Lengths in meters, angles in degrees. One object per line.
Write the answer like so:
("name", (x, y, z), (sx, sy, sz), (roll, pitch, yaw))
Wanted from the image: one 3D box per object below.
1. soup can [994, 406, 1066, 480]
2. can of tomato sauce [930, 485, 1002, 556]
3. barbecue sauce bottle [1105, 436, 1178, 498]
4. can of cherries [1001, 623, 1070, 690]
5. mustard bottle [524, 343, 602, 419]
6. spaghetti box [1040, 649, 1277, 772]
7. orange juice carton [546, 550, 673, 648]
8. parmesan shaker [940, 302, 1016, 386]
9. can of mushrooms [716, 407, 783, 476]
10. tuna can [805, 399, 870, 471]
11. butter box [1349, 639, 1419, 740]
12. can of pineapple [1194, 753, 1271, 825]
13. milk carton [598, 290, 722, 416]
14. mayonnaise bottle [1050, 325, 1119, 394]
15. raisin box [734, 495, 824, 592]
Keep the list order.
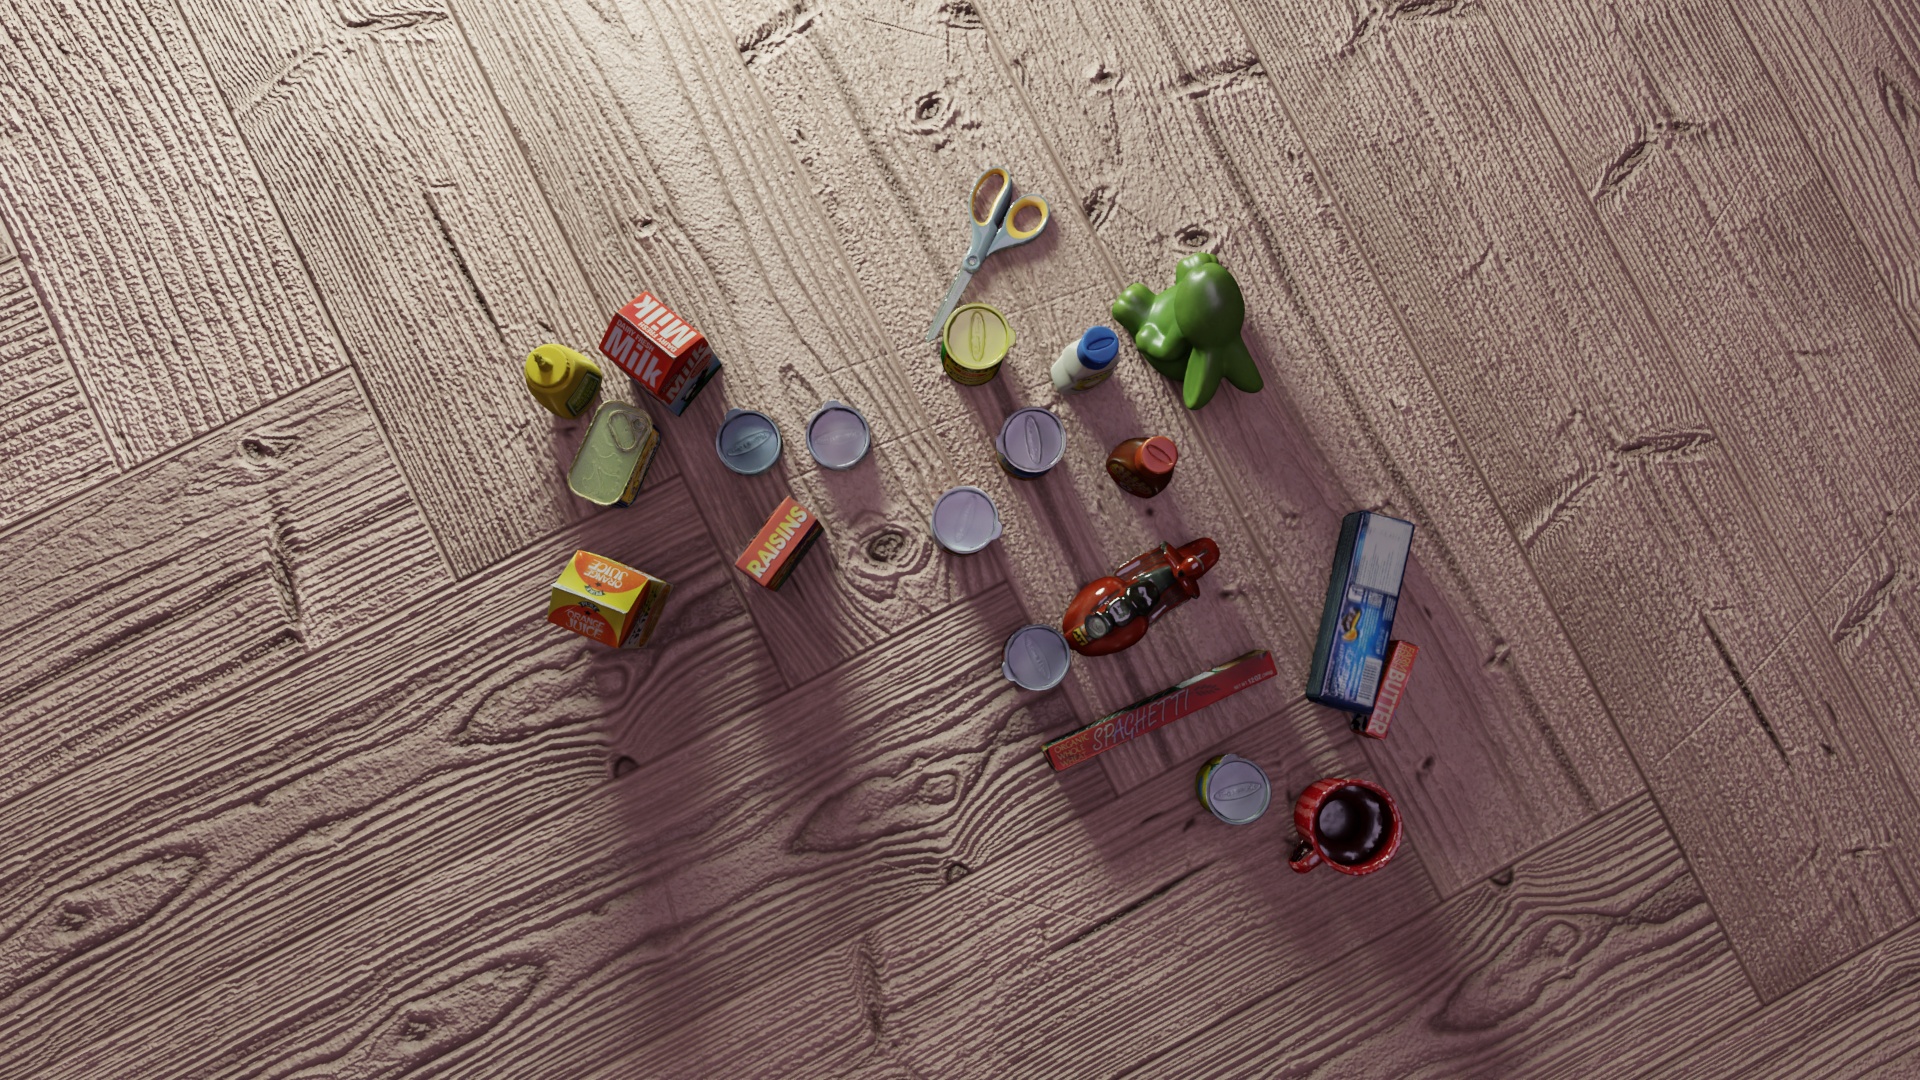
("soup can", (0.067, -0.097, 1.408), (0.071, 0.083, 0.071), (0, 86, -3))
("can of tomato sauce", (0.005, -0.018, 1.399), (0.071, 0.083, 0.071), (0, 86, -3))
("barbecue sauce bottle", (0.184, -0.076, 1.380), (0.065, 0.148, 0.044), (37, 85, 0))
("can of cherries", (0.073, 0.118, 1.404), (0.071, 0.058, 0.071), (0, 86, -3))
("mustard bottle", (-0.392, -0.159, 1.353), (0.049, 0.160, 0.065), (31, 85, 0))
("spaghetti box", (0.200, 0.172, 1.410), (0.250, 0.050, 0.028), (-23, 87, -4))
("orange juice carton", (-0.334, 0.058, 1.322), (0.072, 0.192, 0.073), (23, 85, -1))
("parmesan shaker", (0.017, -0.195, 1.404), (0.071, 0.103, 0.071), (0, 86, -3))
("can of mushrooms", (-0.216, -0.101, 1.420), (0.071, 0.033, 0.071), (0, 86, -3))
("tuna can", (-0.126, -0.107, 1.426), (0.071, 0.033, 0.071), (0, 86, -3))
("butter box", (0.433, 0.152, 1.421), (0.024, 0.053, 0.103), (22, 85, -1))
("can of pineapple", (0.275, 0.249, 1.403), (0.071, 0.058, 0.071), (0, 86, -3))
("milk carton", (-0.291, -0.181, 1.345), (0.072, 0.190, 0.073), (38, 85, 0))
("mayonnaise bottle", (0.129, -0.180, 1.386), (0.065, 0.148, 0.041), (-19, 87, -4))
("raisin box", (-0.177, 0.005, 1.369), (0.040, 0.123, 0.086), (38, 85, 0))
